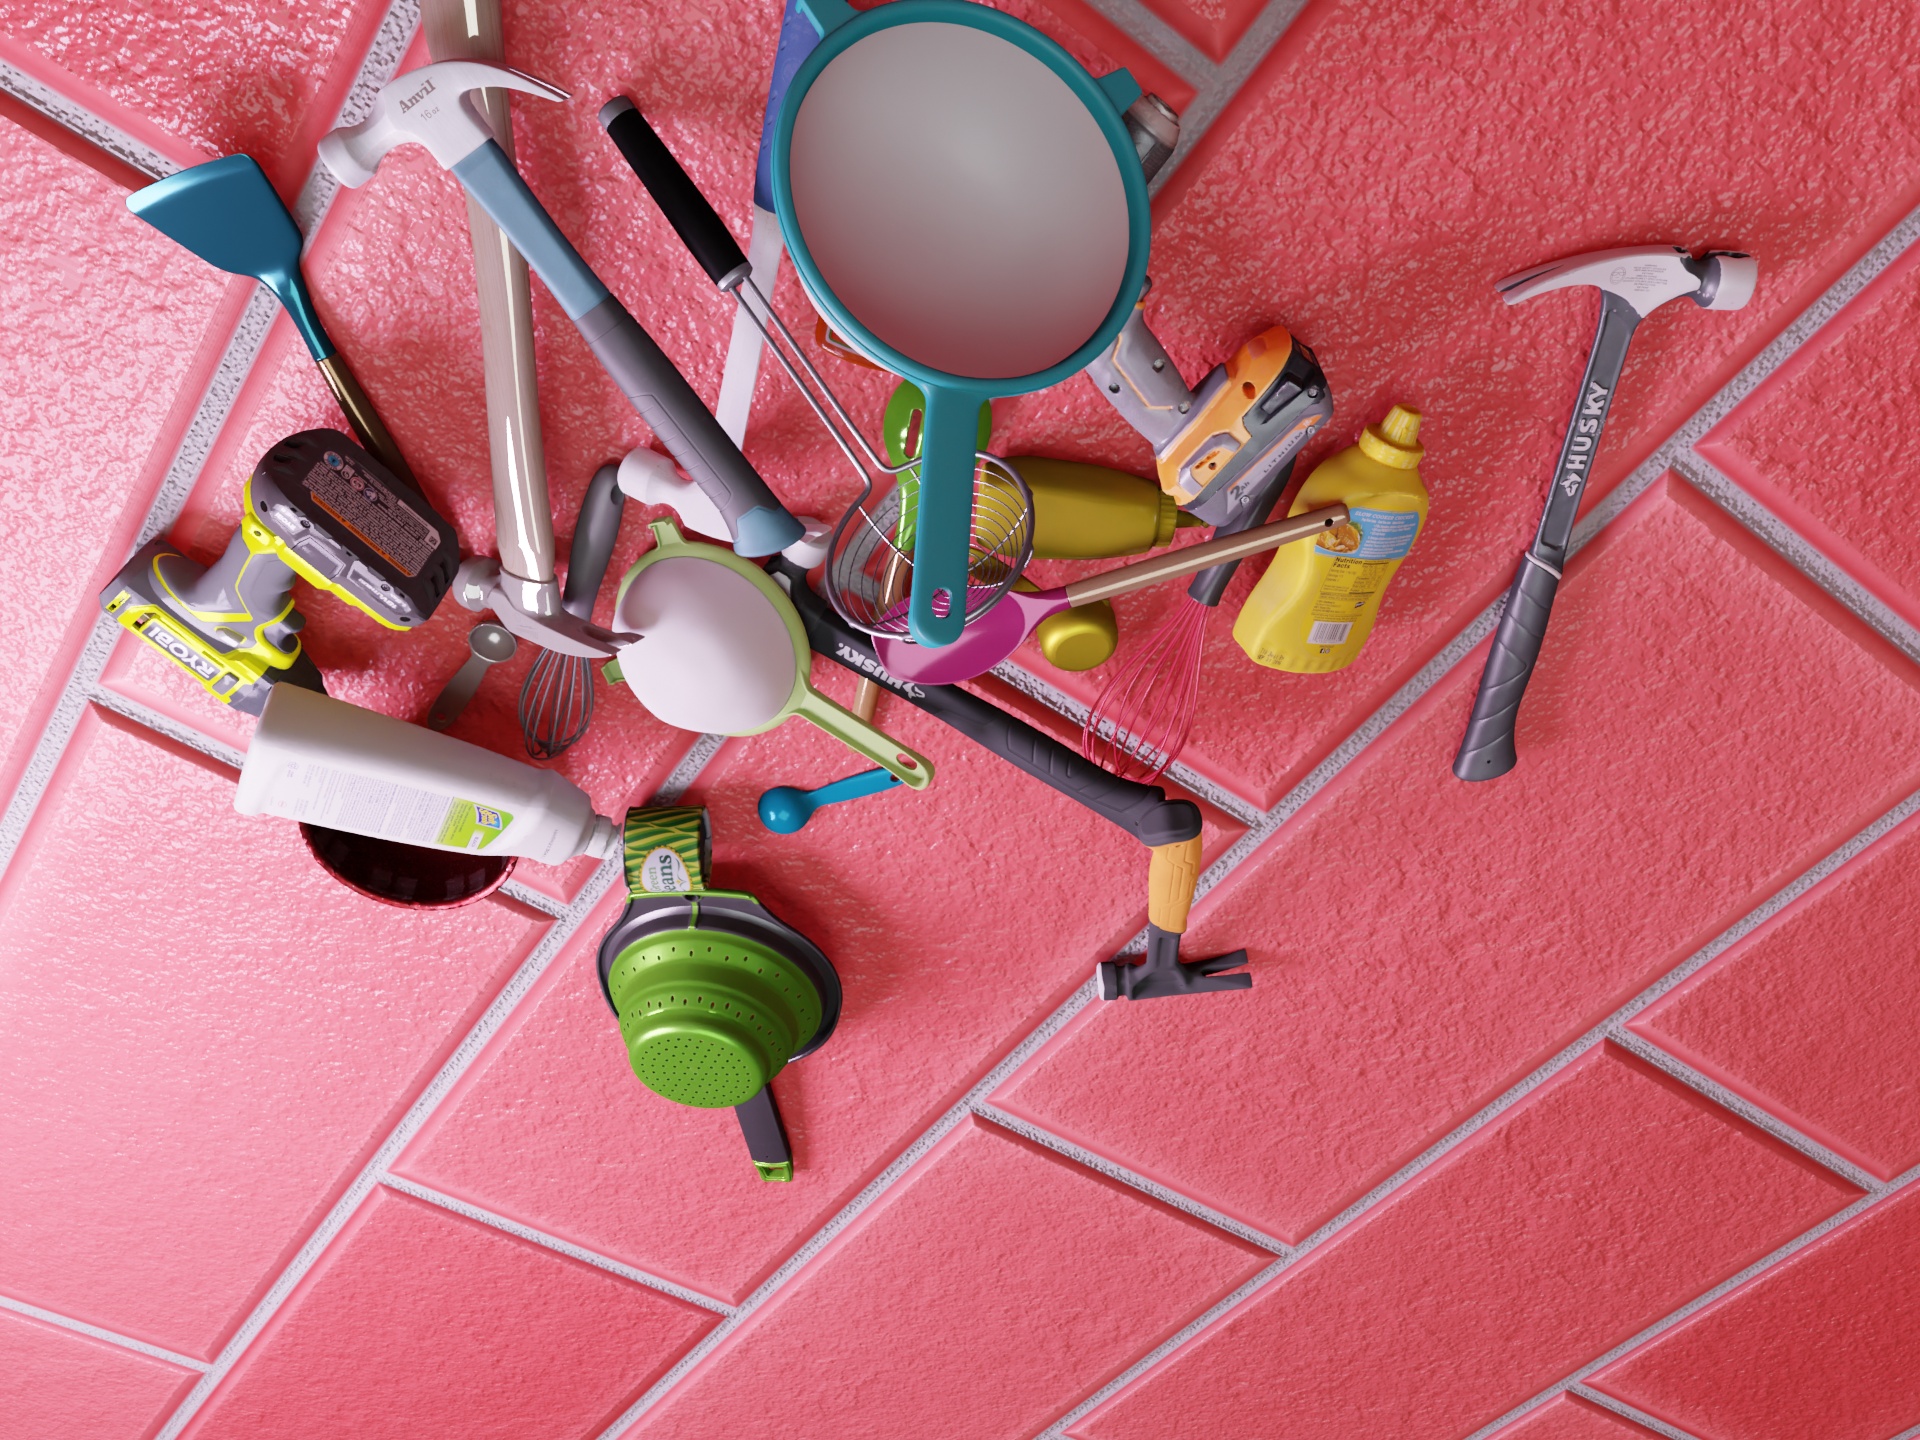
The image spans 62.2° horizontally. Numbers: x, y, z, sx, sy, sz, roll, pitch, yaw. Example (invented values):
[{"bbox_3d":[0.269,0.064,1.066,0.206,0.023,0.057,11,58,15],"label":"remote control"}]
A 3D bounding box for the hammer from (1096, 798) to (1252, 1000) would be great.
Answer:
[{"bbox_3d":[0.164,0.141,1.187,0.127,0.034,0.336,-6,152,3],"label":"hammer"}]

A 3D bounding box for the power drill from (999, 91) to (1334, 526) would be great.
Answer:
[{"bbox_3d":[0.123,-0.246,0.963,0.226,0.084,0.185,33,117,-18],"label":"power drill"}]

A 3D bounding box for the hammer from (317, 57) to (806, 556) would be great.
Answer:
[{"bbox_3d":[-0.203,-0.225,0.912,0.128,0.033,0.330,-32,114,12],"label":"hammer"}]

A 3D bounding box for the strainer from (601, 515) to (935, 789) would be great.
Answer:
[{"bbox_3d":[-0.137,-0.014,1.079,0.256,0.069,0.151,31,127,4],"label":"strainer"}]

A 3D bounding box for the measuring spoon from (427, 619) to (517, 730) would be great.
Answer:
[{"bbox_3d":[-0.356,-0.033,1.151,0.034,0.018,0.124,30,127,-21],"label":"measuring spoon"}]

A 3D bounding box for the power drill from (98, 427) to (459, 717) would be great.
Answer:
[{"bbox_3d":[-0.444,-0.082,1.059,0.223,0.080,0.171,-27,122,34],"label":"power drill"}]

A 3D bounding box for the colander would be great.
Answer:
[{"bbox_3d":[-0.193,0.304,1.327,0.204,0.095,0.396,0,132,8],"label":"colander"}]

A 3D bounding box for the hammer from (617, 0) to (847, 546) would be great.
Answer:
[{"bbox_3d":[-0.106,-0.287,0.932,0.144,0.035,0.405,26,122,14],"label":"hammer"}]

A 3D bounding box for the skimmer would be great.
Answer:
[{"bbox_3d":[-0.094,-0.205,0.887,0.127,0.090,0.363,-36,91,2],"label":"skimmer"}]

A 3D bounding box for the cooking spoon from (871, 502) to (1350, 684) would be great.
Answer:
[{"bbox_3d":[0.095,-0.088,1.034,0.319,0.017,0.068,-16,113,11],"label":"cooking spoon"}]

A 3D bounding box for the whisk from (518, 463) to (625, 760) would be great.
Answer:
[{"bbox_3d":[-0.265,-0.071,1.105,0.055,0.055,0.238,15,120,-12],"label":"whisk"}]

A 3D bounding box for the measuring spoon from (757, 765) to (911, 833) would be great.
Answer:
[{"bbox_3d":[-0.096,0.061,1.215,0.128,0.021,0.042,-17,125,13],"label":"measuring spoon"}]

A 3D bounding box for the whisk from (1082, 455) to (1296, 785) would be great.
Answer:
[{"bbox_3d":[0.159,-0.069,1.103,0.073,0.073,0.295,17,119,-13],"label":"whisk"}]

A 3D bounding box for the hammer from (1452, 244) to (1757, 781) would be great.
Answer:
[{"bbox_3d":[0.397,-0.123,1.082,0.149,0.036,0.408,3,126,-2],"label":"hammer"}]

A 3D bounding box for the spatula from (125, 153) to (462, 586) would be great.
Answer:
[{"bbox_3d":[-0.392,-0.203,1.005,0.082,0.044,0.317,-17,126,7],"label":"spatula"}]

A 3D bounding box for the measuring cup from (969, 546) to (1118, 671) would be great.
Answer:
[{"bbox_3d":[0.050,-0.076,1.088,0.062,0.029,0.156,-35,137,29],"label":"measuring cup"}]

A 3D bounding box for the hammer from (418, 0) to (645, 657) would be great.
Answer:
[{"bbox_3d":[-0.267,-0.230,0.960,0.146,0.038,0.410,21,127,26],"label":"hammer"}]

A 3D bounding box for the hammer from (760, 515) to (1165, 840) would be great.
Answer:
[{"bbox_3d":[-0.002,-0.004,1.115,0.334,0.035,0.146,30,127,-5],"label":"hammer"}]

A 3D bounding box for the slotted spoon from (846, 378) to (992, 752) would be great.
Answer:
[{"bbox_3d":[-0.042,-0.099,1.098,0.070,0.031,0.313,14,126,-4],"label":"slotted spoon"}]

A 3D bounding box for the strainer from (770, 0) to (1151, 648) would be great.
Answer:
[{"bbox_3d":[-0.014,-0.203,0.850,0.211,0.095,0.340,6,83,-22],"label":"strainer"}]
